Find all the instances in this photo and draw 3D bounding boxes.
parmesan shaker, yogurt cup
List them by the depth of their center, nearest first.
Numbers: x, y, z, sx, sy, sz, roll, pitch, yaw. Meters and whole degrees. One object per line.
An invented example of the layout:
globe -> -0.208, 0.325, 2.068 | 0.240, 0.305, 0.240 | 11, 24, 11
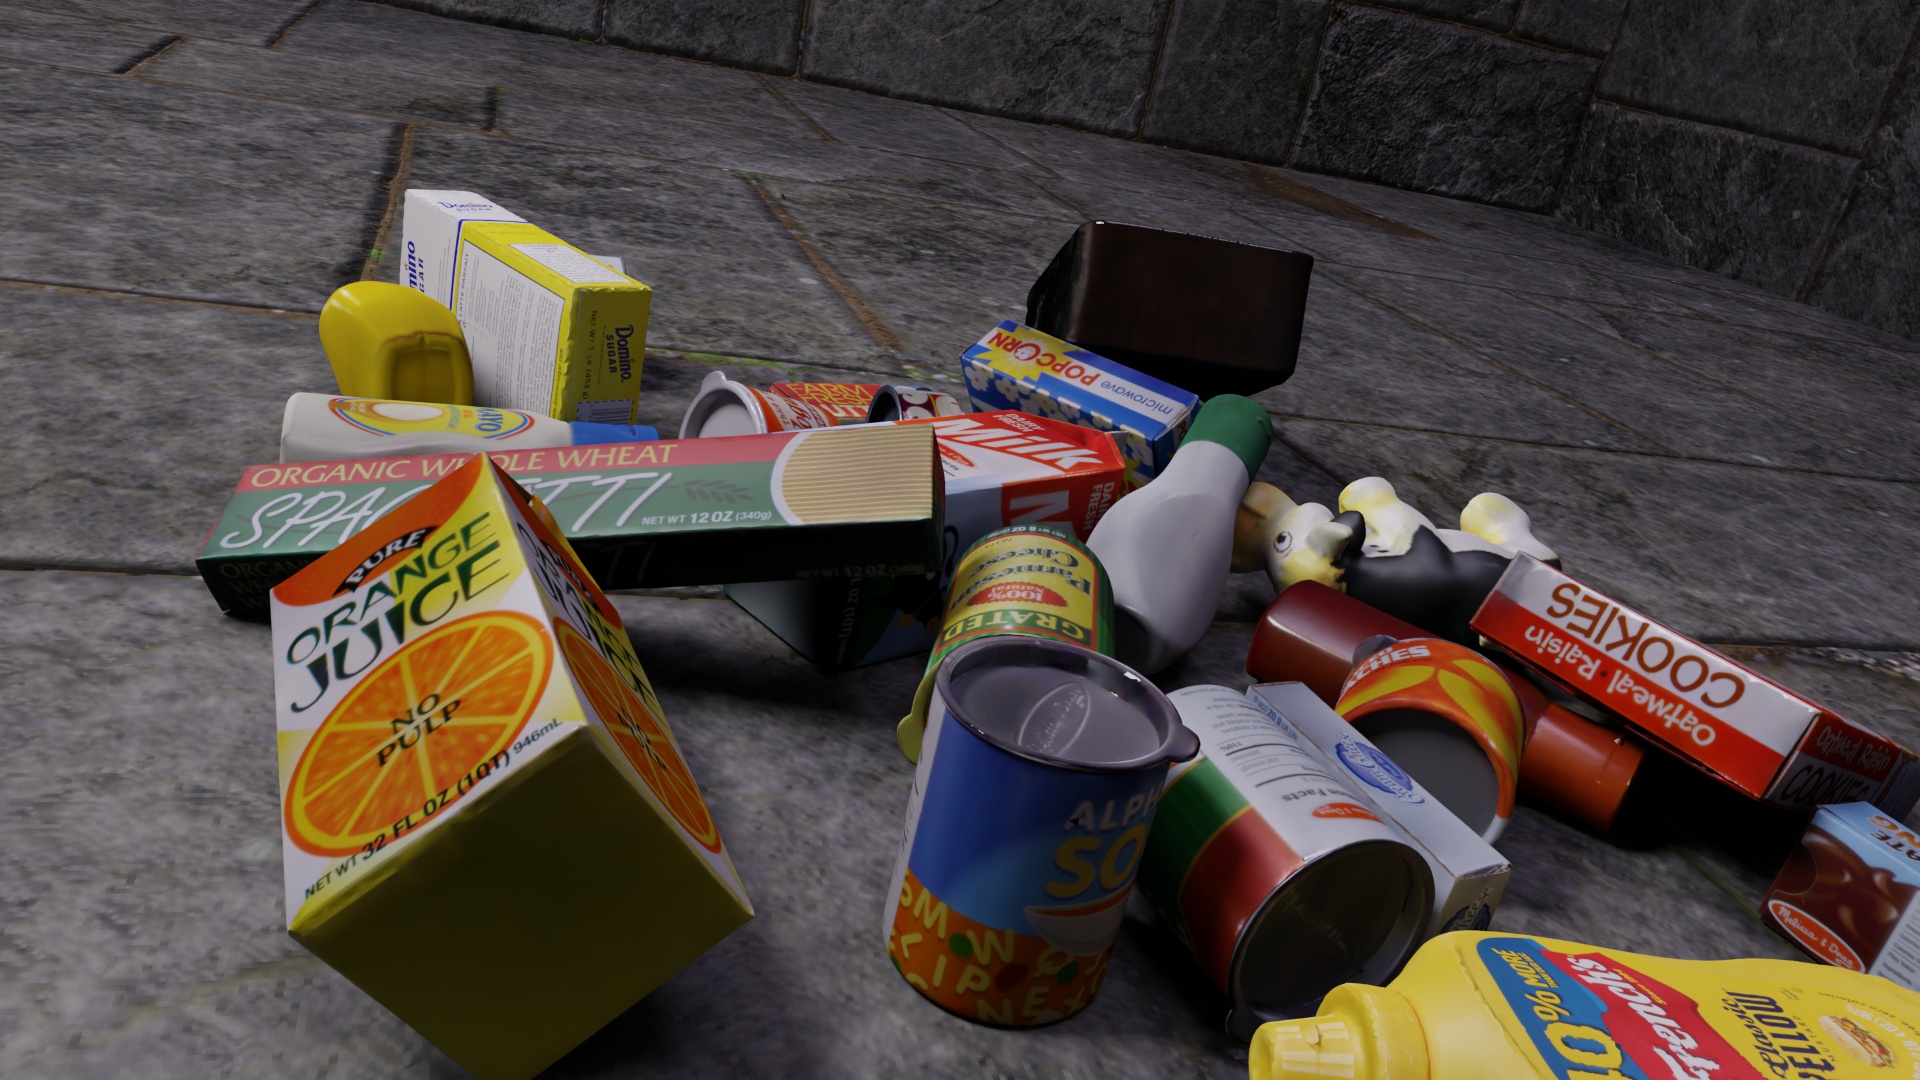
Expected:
parmesan shaker -> 0.019, 0.042, 0.493 | 0.071, 0.071, 0.103 | 13, 22, 1
yogurt cup -> -0.087, -0.036, 0.624 | 0.054, 0.072, 0.072 | 2, 23, -44

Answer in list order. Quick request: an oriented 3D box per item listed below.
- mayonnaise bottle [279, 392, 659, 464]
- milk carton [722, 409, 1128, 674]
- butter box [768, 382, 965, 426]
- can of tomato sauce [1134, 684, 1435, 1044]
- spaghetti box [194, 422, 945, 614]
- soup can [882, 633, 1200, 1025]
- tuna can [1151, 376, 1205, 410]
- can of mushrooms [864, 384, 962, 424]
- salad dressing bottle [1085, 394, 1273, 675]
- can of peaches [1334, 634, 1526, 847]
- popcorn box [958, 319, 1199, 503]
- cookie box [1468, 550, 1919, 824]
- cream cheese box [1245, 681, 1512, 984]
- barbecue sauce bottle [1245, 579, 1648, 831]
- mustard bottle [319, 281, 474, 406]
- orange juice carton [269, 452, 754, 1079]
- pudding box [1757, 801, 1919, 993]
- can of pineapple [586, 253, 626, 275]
mayonnaise bottle -> -0.204, -0.035, 0.588 | 0.148, 0.041, 0.065 | 2, 23, -23
milk carton -> 0.002, -0.007, 0.592 | 0.191, 0.072, 0.073 | -11, 32, -42
butter box -> -0.050, -0.067, 0.766 | 0.104, 0.024, 0.053 | -3, 27, -32
can of tomato sauce -> 0.084, 0.092, 0.408 | 0.071, 0.071, 0.083 | 1, 24, -26
spaghetti box -> -0.131, -0.007, 0.477 | 0.250, 0.028, 0.050 | -3, 44, 3
soup can -> 0.020, 0.079, 0.379 | 0.071, 0.083, 0.071 | 11, 22, -4
tuna can -> 0.108, -0.056, 0.764 | 0.071, 0.070, 0.033 | 3, 24, -22
can of mushrooms -> -0.024, -0.037, 0.660 | 0.033, 0.070, 0.071 | 4, 23, -21
salad dressing bottle -> 0.096, -0.007, 0.600 | 0.044, 0.064, 0.148 | -15, 29, 44
can of peaches -> 0.159, 0.073, 0.487 | 0.071, 0.071, 0.058 | 20, 24, 18
popcorn box -> 0.064, -0.053, 0.708 | 0.127, 0.084, 0.038 | 28, 60, 35
cookie box -> 0.300, 0.064, 0.559 | 0.167, 0.040, 0.123 | 18, 14, -42
cream cheese box -> 0.122, 0.094, 0.438 | 0.024, 0.053, 0.104 | -1, 26, -26
barbecue sauce bottle -> 0.194, 0.065, 0.558 | 0.149, 0.043, 0.065 | 26, 26, 29
mustard bottle -> -0.276, -0.094, 0.666 | 0.049, 0.065, 0.160 | -8, 26, -32
orange juice carton -> -0.129, 0.041, 0.372 | 0.072, 0.072, 0.193 | -35, 36, -7
pudding box -> 0.318, 0.130, 0.460 | 0.030, 0.049, 0.084 | 2, 24, -29
can of pineapple -> -0.219, -0.126, 0.769 | 0.058, 0.070, 0.071 | 3, 24, -22
